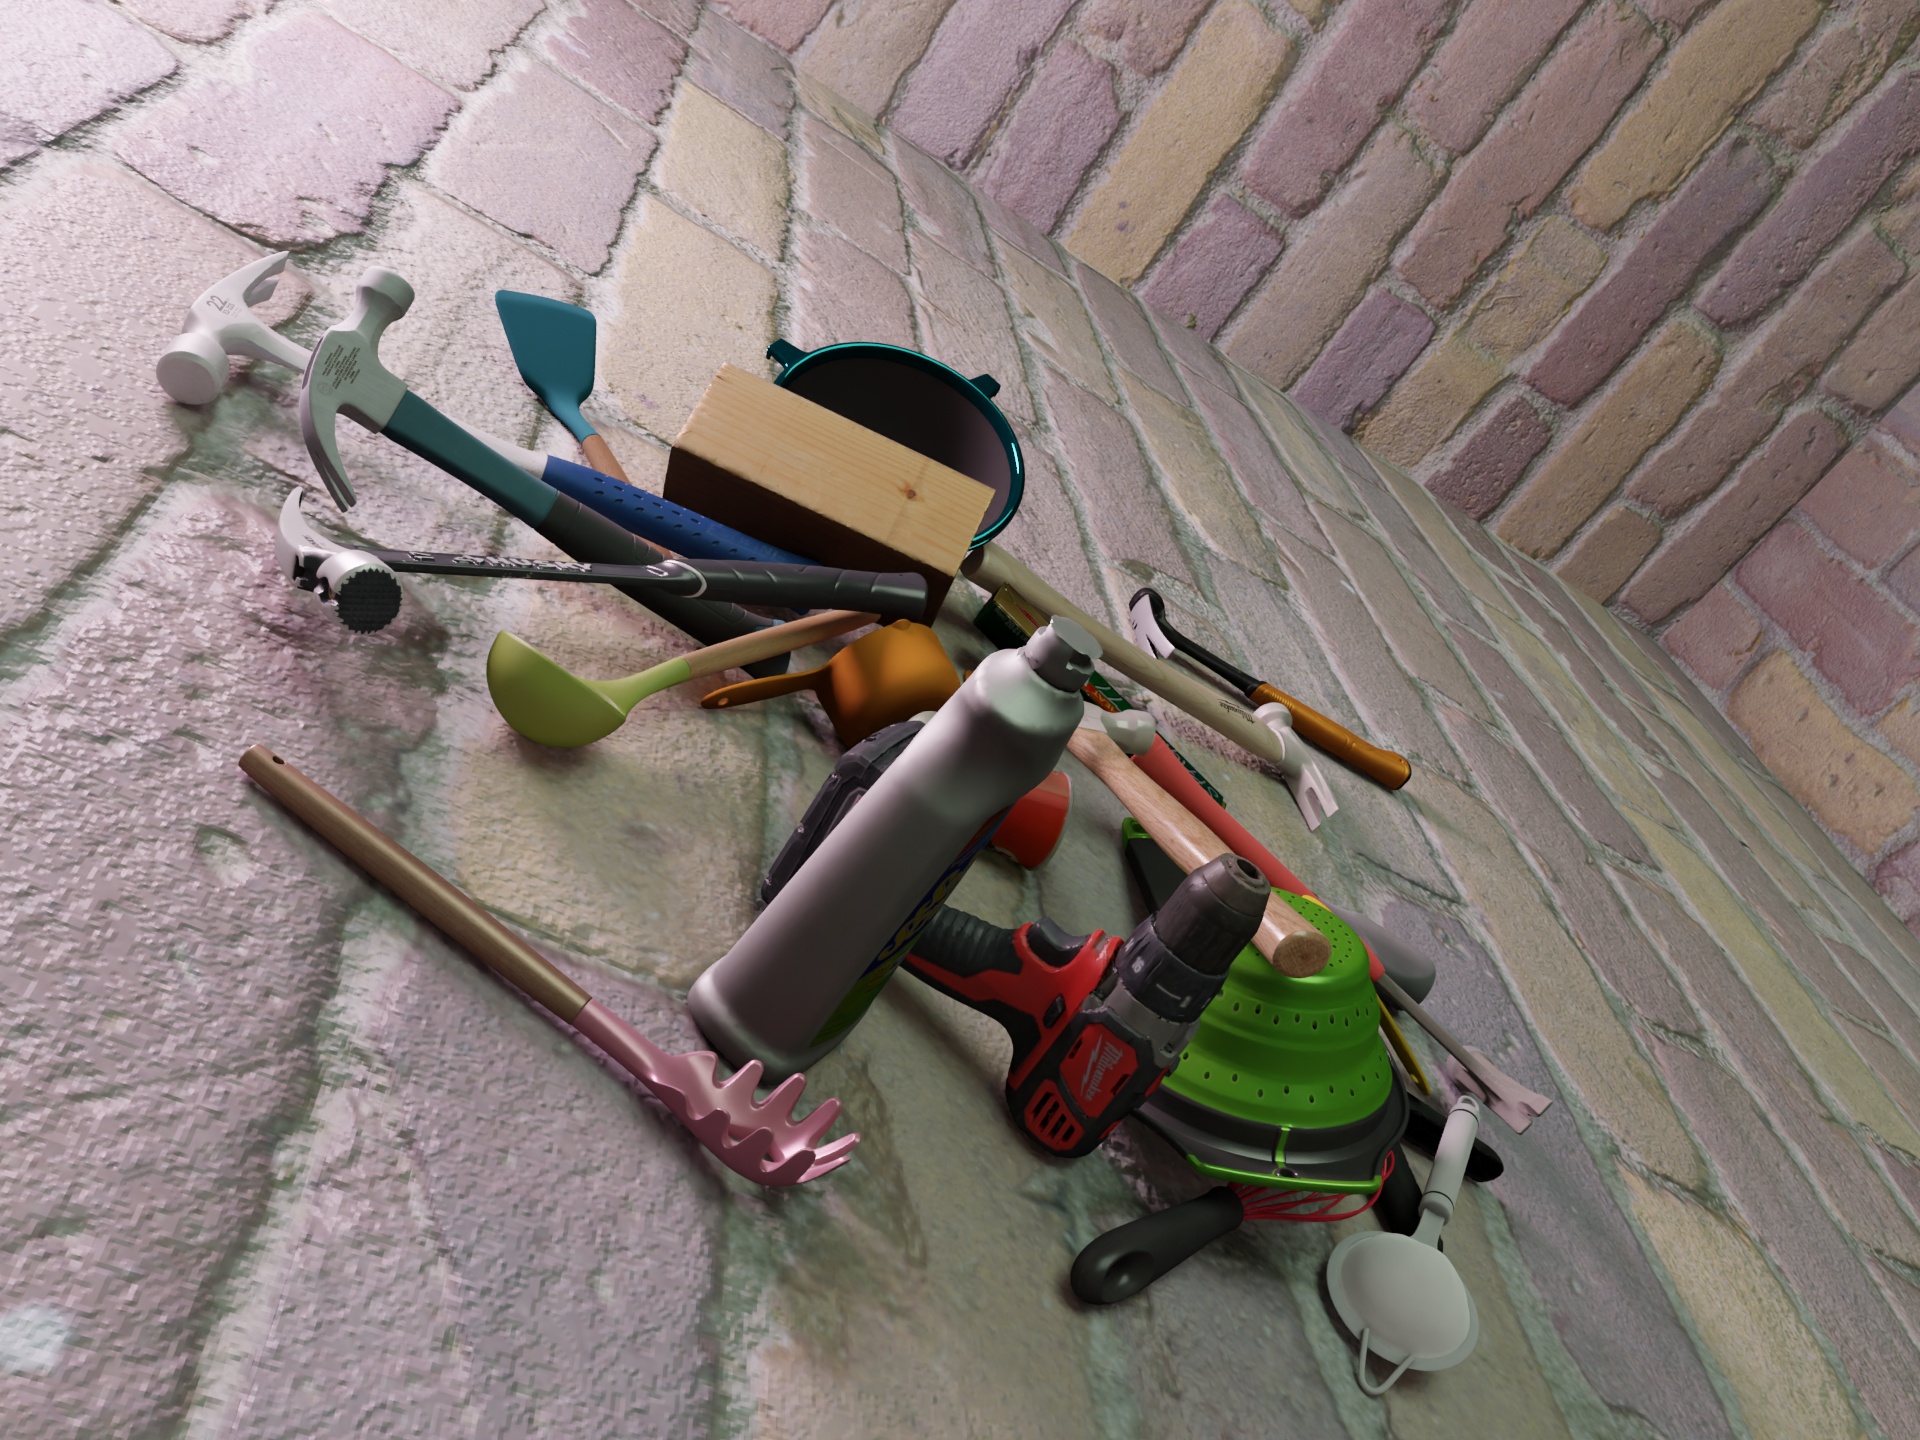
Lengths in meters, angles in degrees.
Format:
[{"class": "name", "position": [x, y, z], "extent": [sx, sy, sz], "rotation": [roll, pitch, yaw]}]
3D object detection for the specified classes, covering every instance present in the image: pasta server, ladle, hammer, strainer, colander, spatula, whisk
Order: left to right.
[{"class": "hammer", "position": [-0.271, -0.166, 0.997], "extent": [0.405, 0.035, 0.144], "rotation": [23, 36, -23]}, {"class": "pasta server", "position": [-0.182, 0.104, 0.692], "extent": [0.316, 0.040, 0.060], "rotation": [37, 13, 1]}, {"class": "hammer", "position": [-0.234, -0.119, 0.948], "extent": [0.330, 0.128, 0.033], "rotation": [34, -21, -27]}, {"class": "spatula", "position": [-0.243, -0.185, 1.099], "extent": [0.082, 0.044, 0.318], "rotation": [3, 43, -44]}, {"class": "hammer", "position": [-0.180, -0.082, 0.905], "extent": [0.408, 0.036, 0.149], "rotation": [0, 22, -42]}, {"class": "ladle", "position": [-0.142, -0.046, 0.929], "extent": [0.078, 0.062, 0.320], "rotation": [31, 29, 24]}, {"class": "strainer", "position": [-0.056, -0.135, 1.223], "extent": [0.211, 0.095, 0.341], "rotation": [5, 58, -19]}, {"class": "hammer", "position": [0.164, -0.035, 1.346], "extent": [0.410, 0.038, 0.146], "rotation": [29, 27, -31]}, {"class": "hammer", "position": [0.119, 0.057, 0.951], "extent": [0.130, 0.031, 0.332], "rotation": [10, 19, -24]}, {"class": "colander", "position": [0.159, 0.124, 0.980], "extent": [0.204, 0.094, 0.397], "rotation": [9, 22, -10]}, {"class": "whisk", "position": [0.152, 0.256, 0.855], "extent": [0.295, 0.073, 0.073], "rotation": [-5, 48, -48]}, {"class": "hammer", "position": [0.310, -0.015, 1.551], "extent": [0.336, 0.034, 0.127], "rotation": [29, 25, -19]}, {"class": "hammer", "position": [0.256, 0.145, 1.115], "extent": [0.359, 0.037, 0.149], "rotation": [44, 1, 2]}, {"class": "strainer", "position": [0.275, 0.288, 0.928], "extent": [0.087, 0.050, 0.258], "rotation": [27, 30, 16]}]

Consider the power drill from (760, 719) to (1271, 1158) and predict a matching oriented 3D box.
[{"class": "power drill", "position": [0.030, 0.095, 0.819], "extent": [0.227, 0.188, 0.080], "rotation": [38, 25, 10]}]

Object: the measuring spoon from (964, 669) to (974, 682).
[{"class": "measuring spoon", "position": [0.025, -0.003, 1.178], "extent": [0.021, 0.011, 0.117], "rotation": [20, 30, -33]}]

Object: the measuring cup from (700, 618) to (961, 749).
[{"class": "measuring cup", "position": [-0.076, -0.008, 0.995], "extent": [0.173, 0.095, 0.052], "rotation": [-12, 58, -36]}]

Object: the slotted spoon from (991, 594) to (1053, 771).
[{"class": "slotted spoon", "position": [0.055, -0.024, 1.239], "extent": [0.070, 0.031, 0.314], "rotation": [31, 27, -20]}]

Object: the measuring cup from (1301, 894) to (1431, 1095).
[{"class": "measuring cup", "position": [0.259, 0.187, 1.045], "extent": [0.156, 0.029, 0.062], "rotation": [58, -11, -2]}]

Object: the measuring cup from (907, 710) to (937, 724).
[{"class": "measuring cup", "position": [-0.002, -0.003, 0.993], "extent": [0.038, 0.083, 0.167], "rotation": [37, 69, 9]}]
